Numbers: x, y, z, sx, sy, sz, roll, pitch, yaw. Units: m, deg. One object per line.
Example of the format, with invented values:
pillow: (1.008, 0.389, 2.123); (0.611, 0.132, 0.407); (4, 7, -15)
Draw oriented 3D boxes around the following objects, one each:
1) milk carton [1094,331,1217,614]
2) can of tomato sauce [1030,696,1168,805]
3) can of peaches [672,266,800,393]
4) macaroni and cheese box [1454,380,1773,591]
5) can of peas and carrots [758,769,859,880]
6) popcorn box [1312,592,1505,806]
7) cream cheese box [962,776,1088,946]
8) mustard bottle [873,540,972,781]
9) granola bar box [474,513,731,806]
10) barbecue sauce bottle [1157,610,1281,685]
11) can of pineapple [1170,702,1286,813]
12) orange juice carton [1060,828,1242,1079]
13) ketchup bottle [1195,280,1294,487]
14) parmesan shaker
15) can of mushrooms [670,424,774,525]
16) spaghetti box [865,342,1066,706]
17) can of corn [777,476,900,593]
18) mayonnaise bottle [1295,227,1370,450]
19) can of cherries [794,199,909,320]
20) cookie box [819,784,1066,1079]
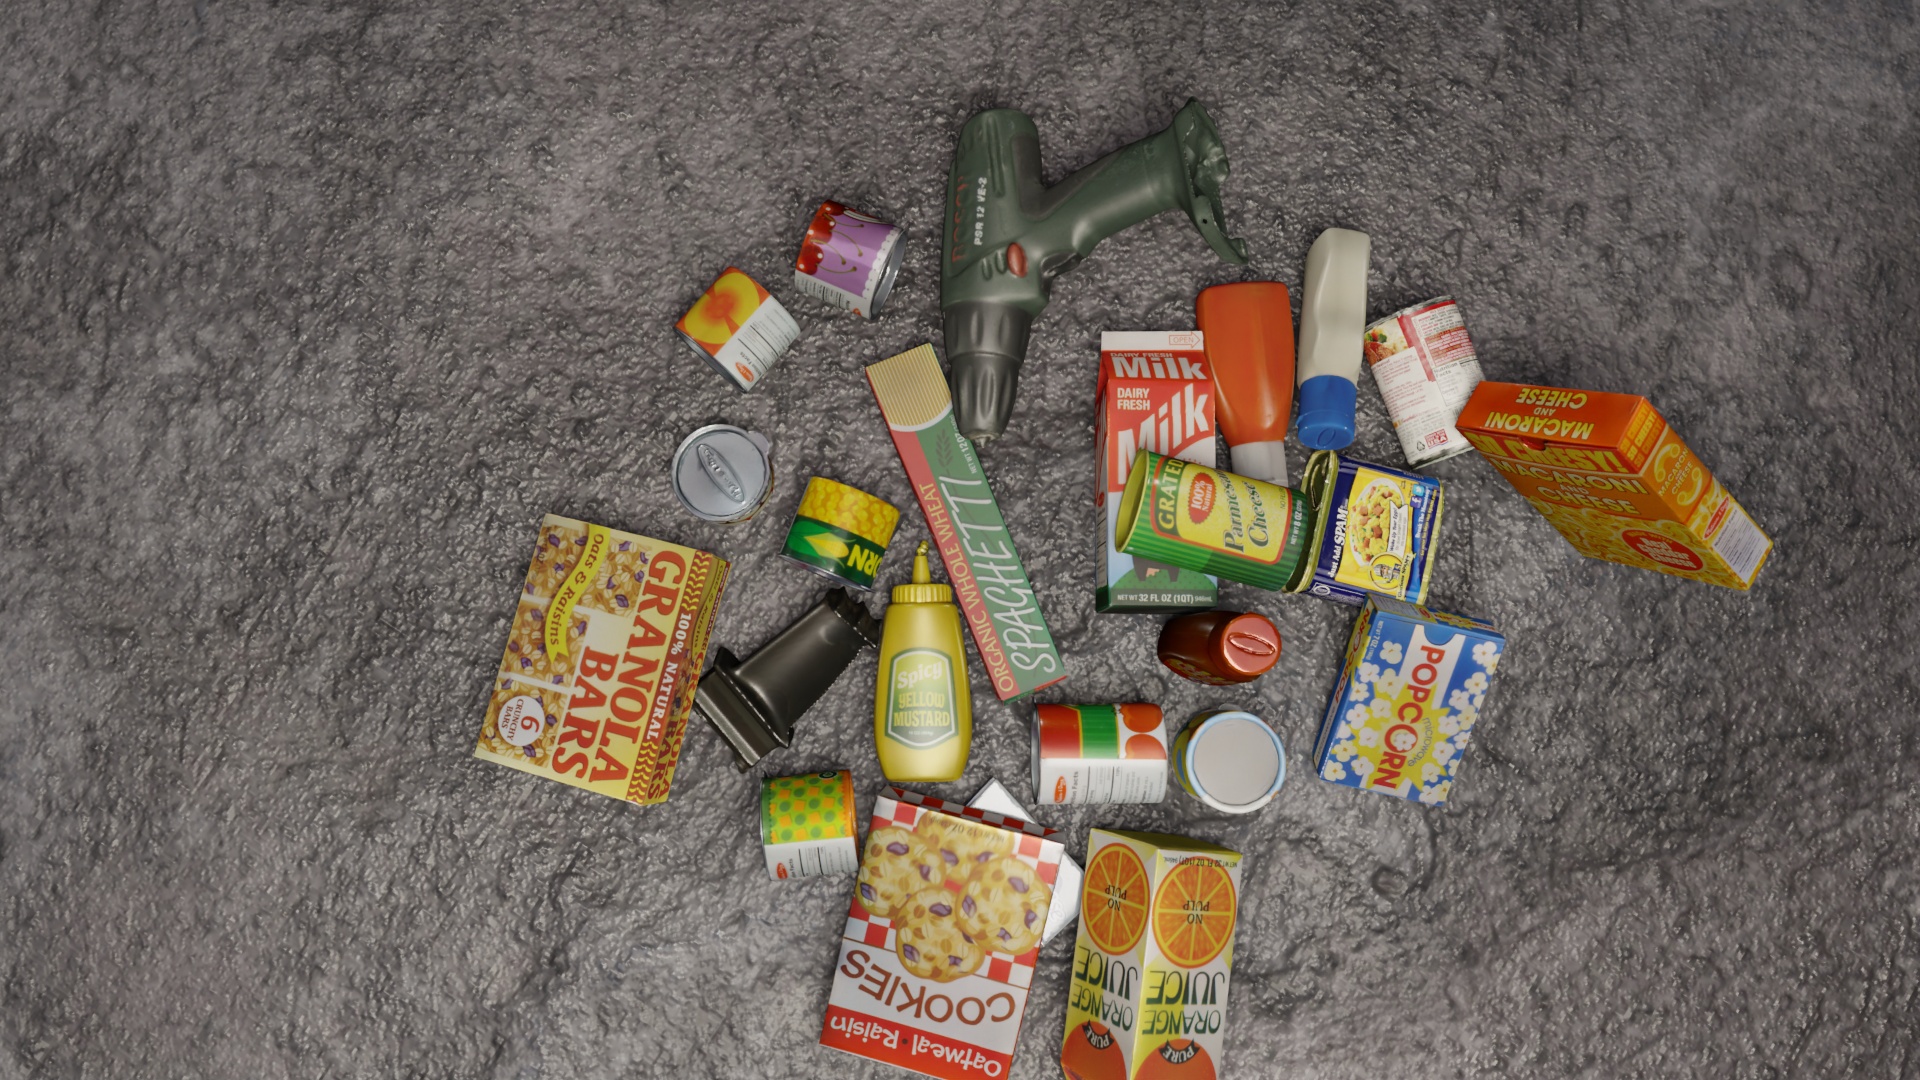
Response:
milk carton: (0.129, -0.047, 0.930); (0.072, 0.073, 0.190); (0, 83, -2)
can of tomato sauce: (0.089, 0.138, 0.912); (0.083, 0.071, 0.071); (0, 84, -2)
can of peaches: (-0.152, -0.144, 0.938); (0.071, 0.071, 0.058); (41, 85, 3)
macaroni and cheese box: (0.411, -0.035, 0.878); (0.166, 0.124, 0.040); (35, 83, -28)
can of peas and carrots: (-0.098, 0.182, 0.902); (0.059, 0.071, 0.071); (-6, 84, -3)
popcorn box: (0.291, 0.105, 0.910); (0.085, 0.038, 0.126); (13, 110, 1)
cream cheese box: (0.039, 0.212, 0.922); (0.053, 0.024, 0.104); (-44, 86, -6)
mustard bottle: (-0.026, 0.079, 0.923); (0.065, 0.049, 0.160); (-2, 84, -1)
granola bar box: (-0.233, 0.077, 0.913); (0.124, 0.039, 0.165); (13, 83, 12)
barbecue sauce bottle: (0.167, 0.068, 0.880); (0.065, 0.148, 0.044); (18, 83, 0)
can of pineapple: (0.176, 0.143, 0.917); (0.071, 0.058, 0.071); (0, 83, -1)
orange juice carton: (0.119, 0.286, 0.880); (0.072, 0.073, 0.193); (12, 83, -30)
ketchup bottle: (0.200, -0.101, 0.953); (0.065, 0.043, 0.149); (-4, 84, -2)
parmesan shaker: (0.154, -0.015, 0.857); (0.103, 0.071, 0.071); (14, 84, -4)
can of mushrooms: (-0.158, -0.045, 0.942); (0.071, 0.033, 0.071); (0, 83, -1)
spaghetti box: (0.003, -0.012, 0.945); (0.050, 0.028, 0.250); (-22, 84, -3)
can of corn: (-0.078, -0.003, 0.922); (0.071, 0.071, 0.058); (21, 83, 1)
mayonnaise bottle: (0.249, -0.133, 0.932); (0.041, 0.064, 0.148); (9, 67, 2)
can of cherries: (-0.074, -0.194, 0.945); (0.058, 0.071, 0.071); (22, 84, 2)
cookie box: (-0.011, 0.255, 0.892); (0.123, 0.040, 0.167); (14, 93, 6)
